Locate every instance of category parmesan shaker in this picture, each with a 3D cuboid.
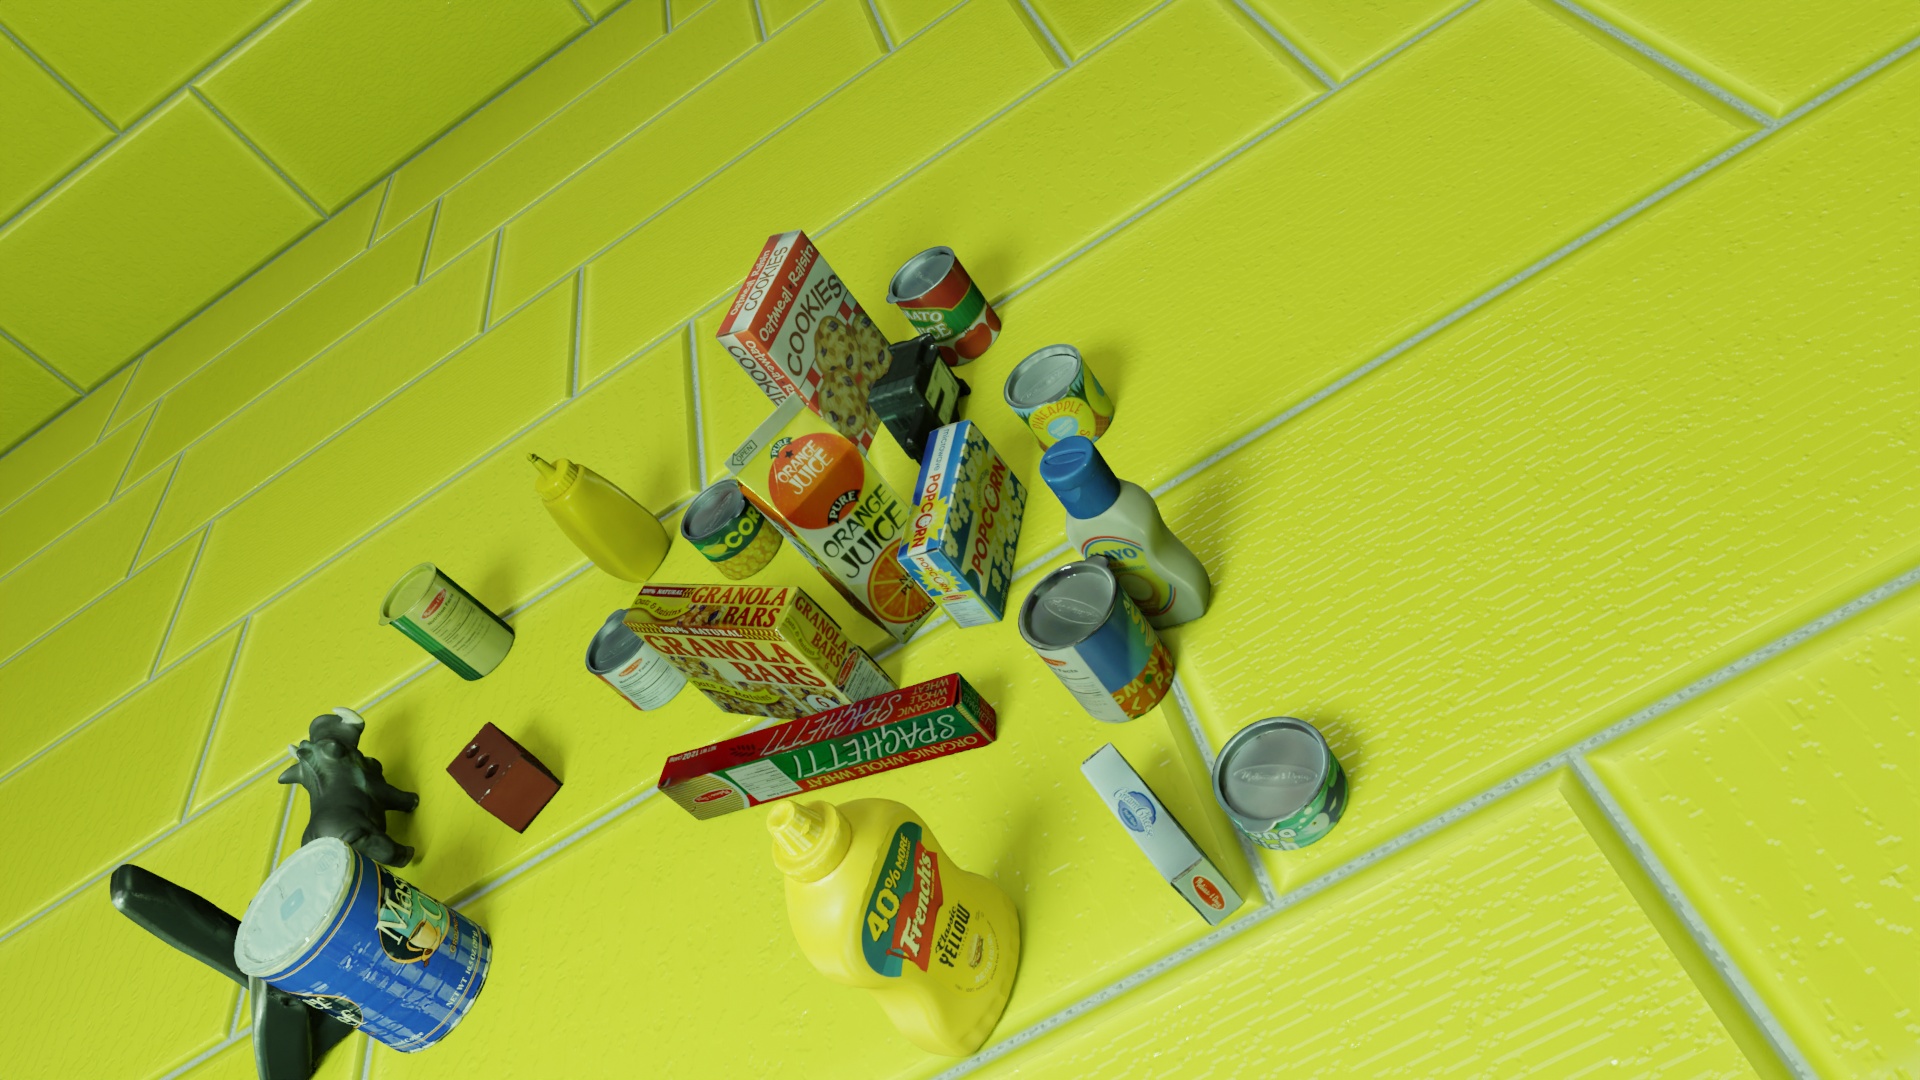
[{"bbox_3d":[-0.478,0.079,1.290,0.071,0.102,0.072,-23,40,21],"label":"parmesan shaker"}]

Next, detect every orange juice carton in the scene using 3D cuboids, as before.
[{"bbox_3d":[-0.086,-0.018,0.987,0.072,0.192,0.073,-48,38,-11],"label":"orange juice carton"}]

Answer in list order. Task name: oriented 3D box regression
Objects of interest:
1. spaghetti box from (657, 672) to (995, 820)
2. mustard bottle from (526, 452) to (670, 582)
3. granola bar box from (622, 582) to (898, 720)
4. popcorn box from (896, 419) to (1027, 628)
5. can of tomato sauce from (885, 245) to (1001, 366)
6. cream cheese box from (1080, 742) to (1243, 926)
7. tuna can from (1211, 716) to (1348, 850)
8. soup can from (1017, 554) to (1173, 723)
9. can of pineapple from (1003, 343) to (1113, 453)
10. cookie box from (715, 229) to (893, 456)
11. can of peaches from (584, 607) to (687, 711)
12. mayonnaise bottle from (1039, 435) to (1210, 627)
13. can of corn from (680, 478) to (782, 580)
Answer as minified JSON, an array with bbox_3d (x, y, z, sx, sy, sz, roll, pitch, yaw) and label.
[{"bbox_3d":[-0.094,0.143,0.946,0.249,0.050,0.029,-19,42,25],"label":"spaghetti box"},{"bbox_3d":[-0.327,-0.028,1.226,0.049,0.159,0.065,2,54,42],"label":"mustard bottle"},{"bbox_3d":[-0.143,0.080,0.991,0.165,0.124,0.039,0,52,40],"label":"granola bar box"},{"bbox_3d":[0.004,-0.012,0.995,0.038,0.085,0.127,-15,44,30],"label":"popcorn box"},{"bbox_3d":[-0.014,-0.201,1.203,0.071,0.083,0.071,-23,40,21],"label":"can of tomato sauce"},{"bbox_3d":[0.108,0.159,0.758,0.024,0.053,0.104,-40,37,0],"label":"cream cheese box"},{"bbox_3d":[0.172,0.133,0.748,0.071,0.032,0.071,-23,40,21],"label":"tuna can"},{"bbox_3d":[0.086,0.061,0.852,0.071,0.083,0.072,-23,40,21],"label":"soup can"},{"bbox_3d":[0.075,-0.105,1.052,0.071,0.057,0.071,-23,40,21],"label":"can of pineapple"},{"bbox_3d":[-0.125,-0.162,1.187,0.040,0.167,0.123,-8,47,35],"label":"cookie box"},{"bbox_3d":[-0.260,0.095,1.129,0.071,0.058,0.071,-23,40,21],"label":"can of peaches"},{"bbox_3d":[0.098,-0.003,0.854,0.064,0.147,0.041,-9,47,34],"label":"mayonnaise bottle"},{"bbox_3d":[-0.191,-0.009,1.176,0.071,0.058,0.071,-23,40,21],"label":"can of corn"}]
